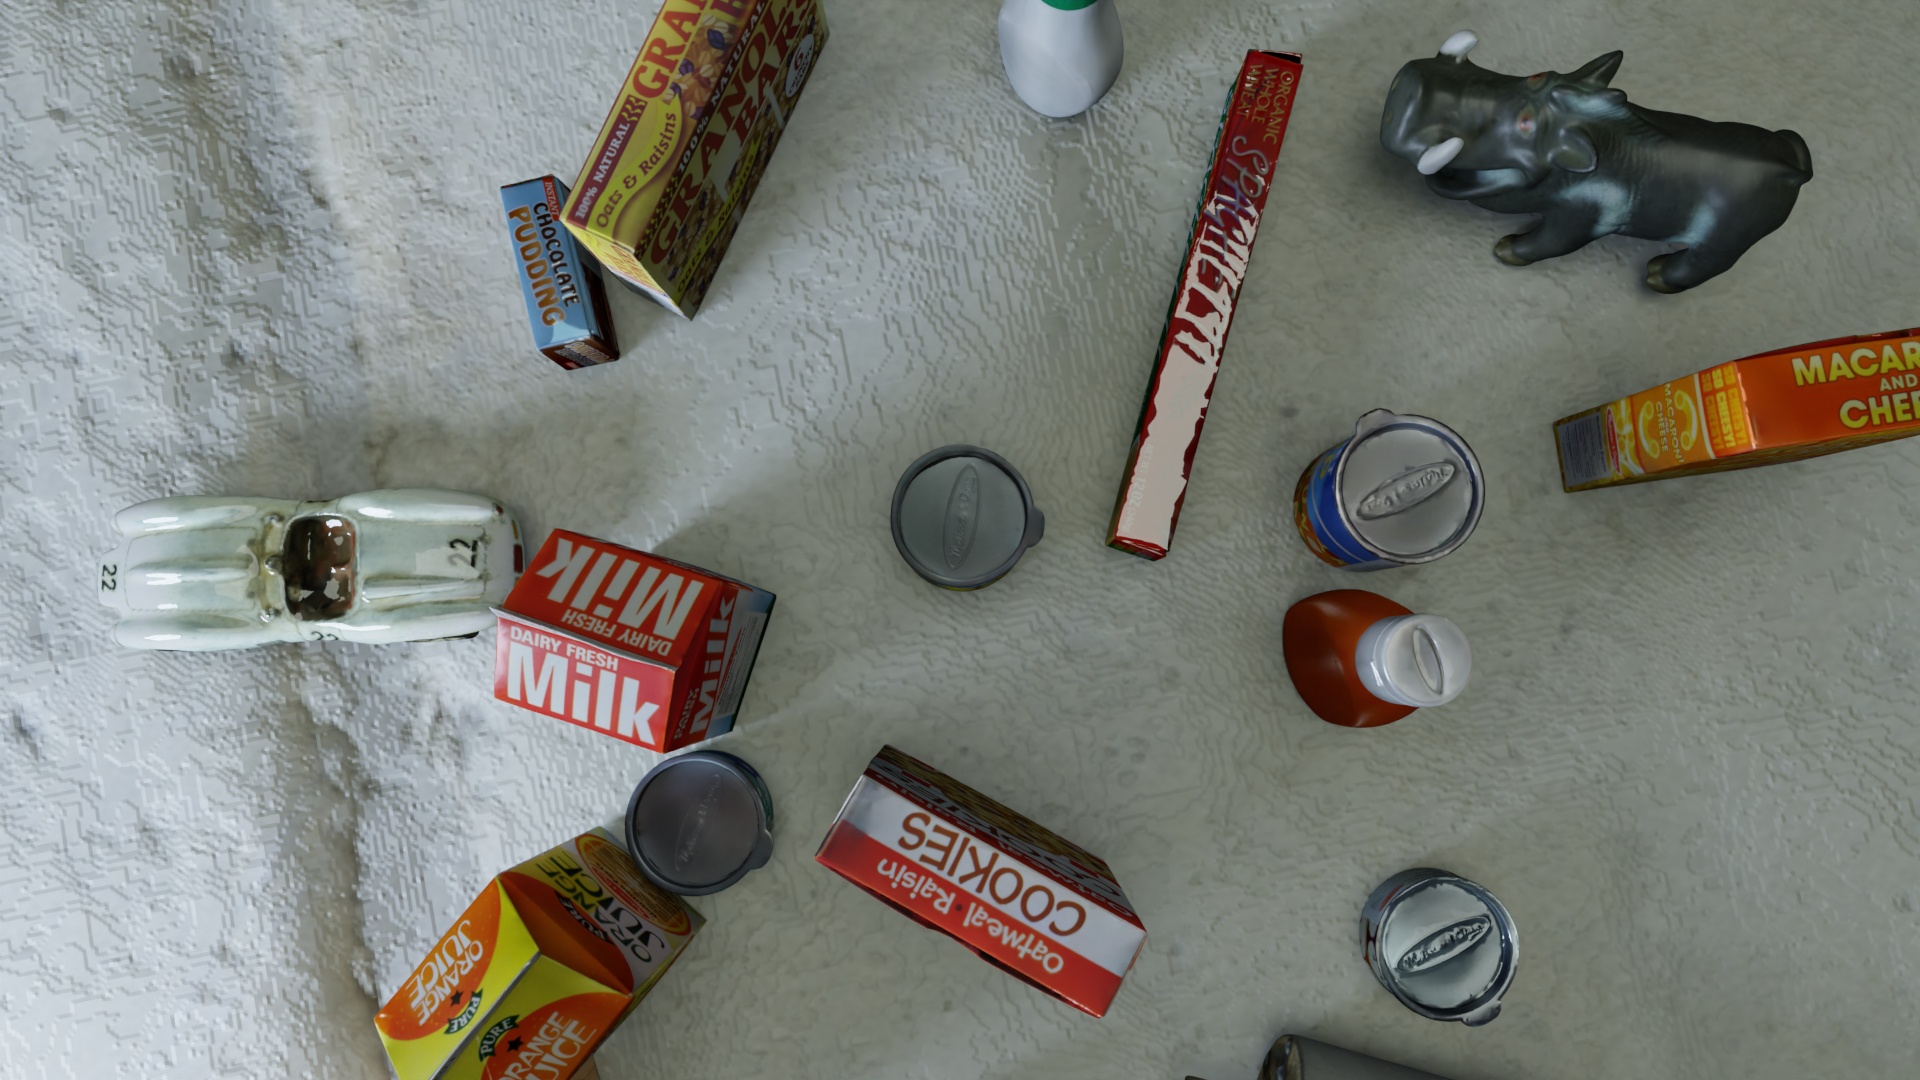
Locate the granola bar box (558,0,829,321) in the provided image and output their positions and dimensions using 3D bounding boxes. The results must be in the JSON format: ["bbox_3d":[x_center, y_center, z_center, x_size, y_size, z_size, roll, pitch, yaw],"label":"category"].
[{"bbox_3d":[-0.118,-0.196,0.643,0.039,0.124,0.165,24,86,2],"label":"granola bar box"}]

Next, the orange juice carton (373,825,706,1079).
[{"bbox_3d":[-0.172,0.180,0.577,0.073,0.192,0.072,40,87,3],"label":"orange juice carton"}]

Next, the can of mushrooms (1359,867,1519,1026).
[{"bbox_3d":[0.225,0.191,0.655,0.071,0.033,0.071,0,85,0],"label":"can of mushrooms"}]

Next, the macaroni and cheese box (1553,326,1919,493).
[{"bbox_3d":[0.356,-0.056,0.609,0.124,0.166,0.040,-8,86,0],"label":"macaroni and cheese box"}]

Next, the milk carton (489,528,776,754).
[{"bbox_3d":[-0.135,0.042,0.590,0.072,0.190,0.073,18,86,2],"label":"milk carton"}]

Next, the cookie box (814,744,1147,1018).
[{"bbox_3d":[0.008,0.138,0.593,0.123,0.167,0.040,28,86,2],"label":"cookie box"}]

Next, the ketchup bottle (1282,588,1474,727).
[{"bbox_3d":[0.180,0.052,0.609,0.043,0.148,0.065,-18,86,-1],"label":"ketchup bottle"}]

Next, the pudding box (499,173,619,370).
[{"bbox_3d":[-0.194,-0.129,0.675,0.030,0.049,0.083,-15,85,-1],"label":"pudding box"}]

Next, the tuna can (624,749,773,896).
[{"bbox_3d":[-0.121,0.134,0.661,0.071,0.033,0.071,0,85,0],"label":"tuna can"}]

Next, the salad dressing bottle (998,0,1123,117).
[{"bbox_3d":[0.048,-0.243,0.635,0.064,0.147,0.044,41,87,3],"label":"salad dressing bottle"}]

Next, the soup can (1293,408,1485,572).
[{"bbox_3d":[0.196,-0.022,0.648,0.071,0.083,0.071,0,86,0],"label":"soup can"}]

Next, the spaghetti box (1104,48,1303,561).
[{"bbox_3d":[0.117,-0.113,0.673,0.029,0.050,0.250,16,85,1],"label":"spaghetti box"}]

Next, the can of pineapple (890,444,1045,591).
[{"bbox_3d":[0.002,-0.008,0.660,0.071,0.058,0.071,0,85,0],"label":"can of pineapple"}]
